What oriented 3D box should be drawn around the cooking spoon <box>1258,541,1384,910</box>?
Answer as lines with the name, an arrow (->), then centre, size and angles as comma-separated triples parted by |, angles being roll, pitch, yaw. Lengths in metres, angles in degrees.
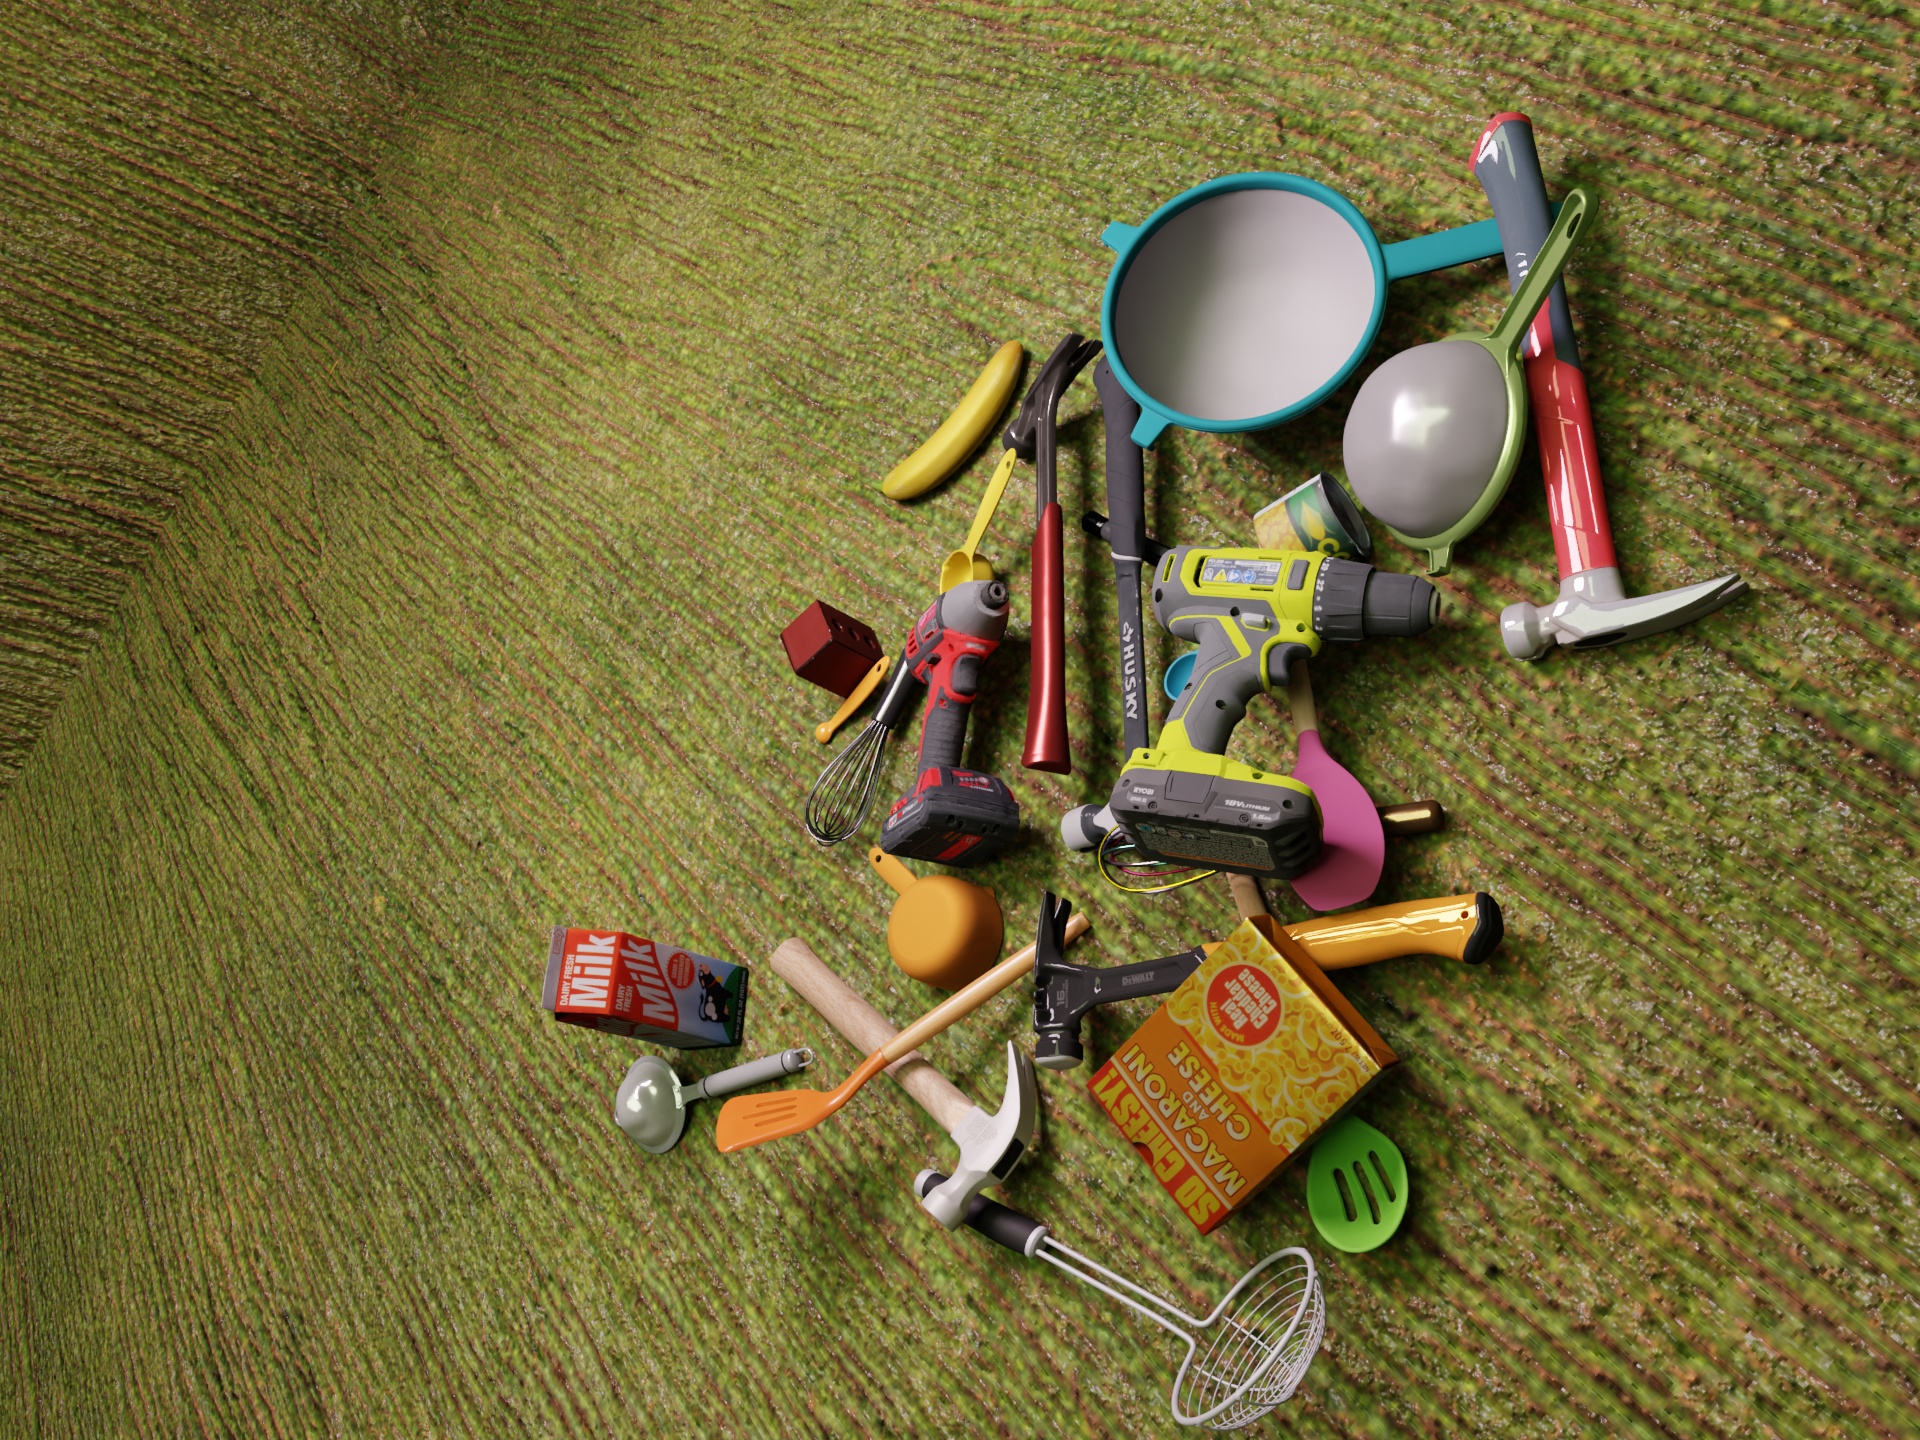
cooking spoon -> 0.237, -0.010, 1.099 | 0.069, 0.017, 0.319 | -19, 51, 21

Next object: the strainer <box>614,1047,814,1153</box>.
strainer -> -0.228, 0.321, 1.387 | 0.258, 0.050, 0.087 | -23, 73, 29

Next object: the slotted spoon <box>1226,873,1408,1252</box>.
slotted spoon -> 0.222, 0.198, 1.052 | 0.070, 0.031, 0.314 | -35, 50, 25

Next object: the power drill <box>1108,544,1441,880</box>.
power drill -> 0.205, -0.016, 1.057 | 0.191, 0.080, 0.229 | 7, 62, 26

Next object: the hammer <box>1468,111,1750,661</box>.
hammer -> 0.404, -0.237, 1.045 | 0.143, 0.038, 0.387 | -16, 68, 35

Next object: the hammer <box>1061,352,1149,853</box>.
hammer -> 0.132, -0.110, 1.223 | 0.149, 0.036, 0.409 | -25, 58, 48

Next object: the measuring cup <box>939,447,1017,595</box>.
measuring cup -> 0.025, -0.157, 1.345 | 0.062, 0.029, 0.156 | 56, 131, 47

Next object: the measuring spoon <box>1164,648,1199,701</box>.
measuring spoon -> 0.203, -0.062, 1.192 | 0.128, 0.021, 0.042 | -50, 43, 0

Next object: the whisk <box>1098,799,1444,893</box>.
whisk -> 0.205, 0.079, 1.089 | 0.245, 0.051, 0.047 | -11, 52, 27

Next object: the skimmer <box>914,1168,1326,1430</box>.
skimmer -> 0.084, 0.355, 1.060 | 0.363, 0.090, 0.127 | 12, 52, 46

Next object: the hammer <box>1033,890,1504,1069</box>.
hammer -> 0.192, 0.151, 1.061 | 0.337, 0.034, 0.127 | -16, 59, 34

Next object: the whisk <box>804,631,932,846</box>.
whisk -> -0.068, 0.001, 1.383 | 0.055, 0.055, 0.239 | 23, 83, 45

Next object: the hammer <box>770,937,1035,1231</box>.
hammer -> -0.057, 0.256, 1.252 | 0.130, 0.031, 0.332 | -47, 40, -10

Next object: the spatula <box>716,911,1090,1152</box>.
spatula -> -0.042, 0.234, 1.203 | 0.322, 0.041, 0.081 | -35, 15, 4

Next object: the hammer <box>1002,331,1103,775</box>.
hammer -> 0.073, -0.127, 1.261 | 0.149, 0.036, 0.359 | 131, 145, -57

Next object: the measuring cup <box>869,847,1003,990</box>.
measuring cup -> -0.040, 0.146, 1.285 | 0.174, 0.052, 0.095 | 39, 99, 42

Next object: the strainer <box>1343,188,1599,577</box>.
strainer -> 0.323, -0.232, 1.042 | 0.152, 0.069, 0.256 | -107, 32, -46

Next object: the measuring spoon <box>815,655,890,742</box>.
measuring spoon -> -0.098, -0.020, 1.422 | 0.117, 0.011, 0.021 | -47, 38, 33

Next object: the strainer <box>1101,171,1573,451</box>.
strainer -> 0.280, -0.312, 1.192 | 0.340, 0.095, 0.211 | -11, 72, 15

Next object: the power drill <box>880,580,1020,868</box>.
power drill -> -0.002, -0.004, 1.275 | 0.143, 0.078, 0.220 | 140, 138, -58
